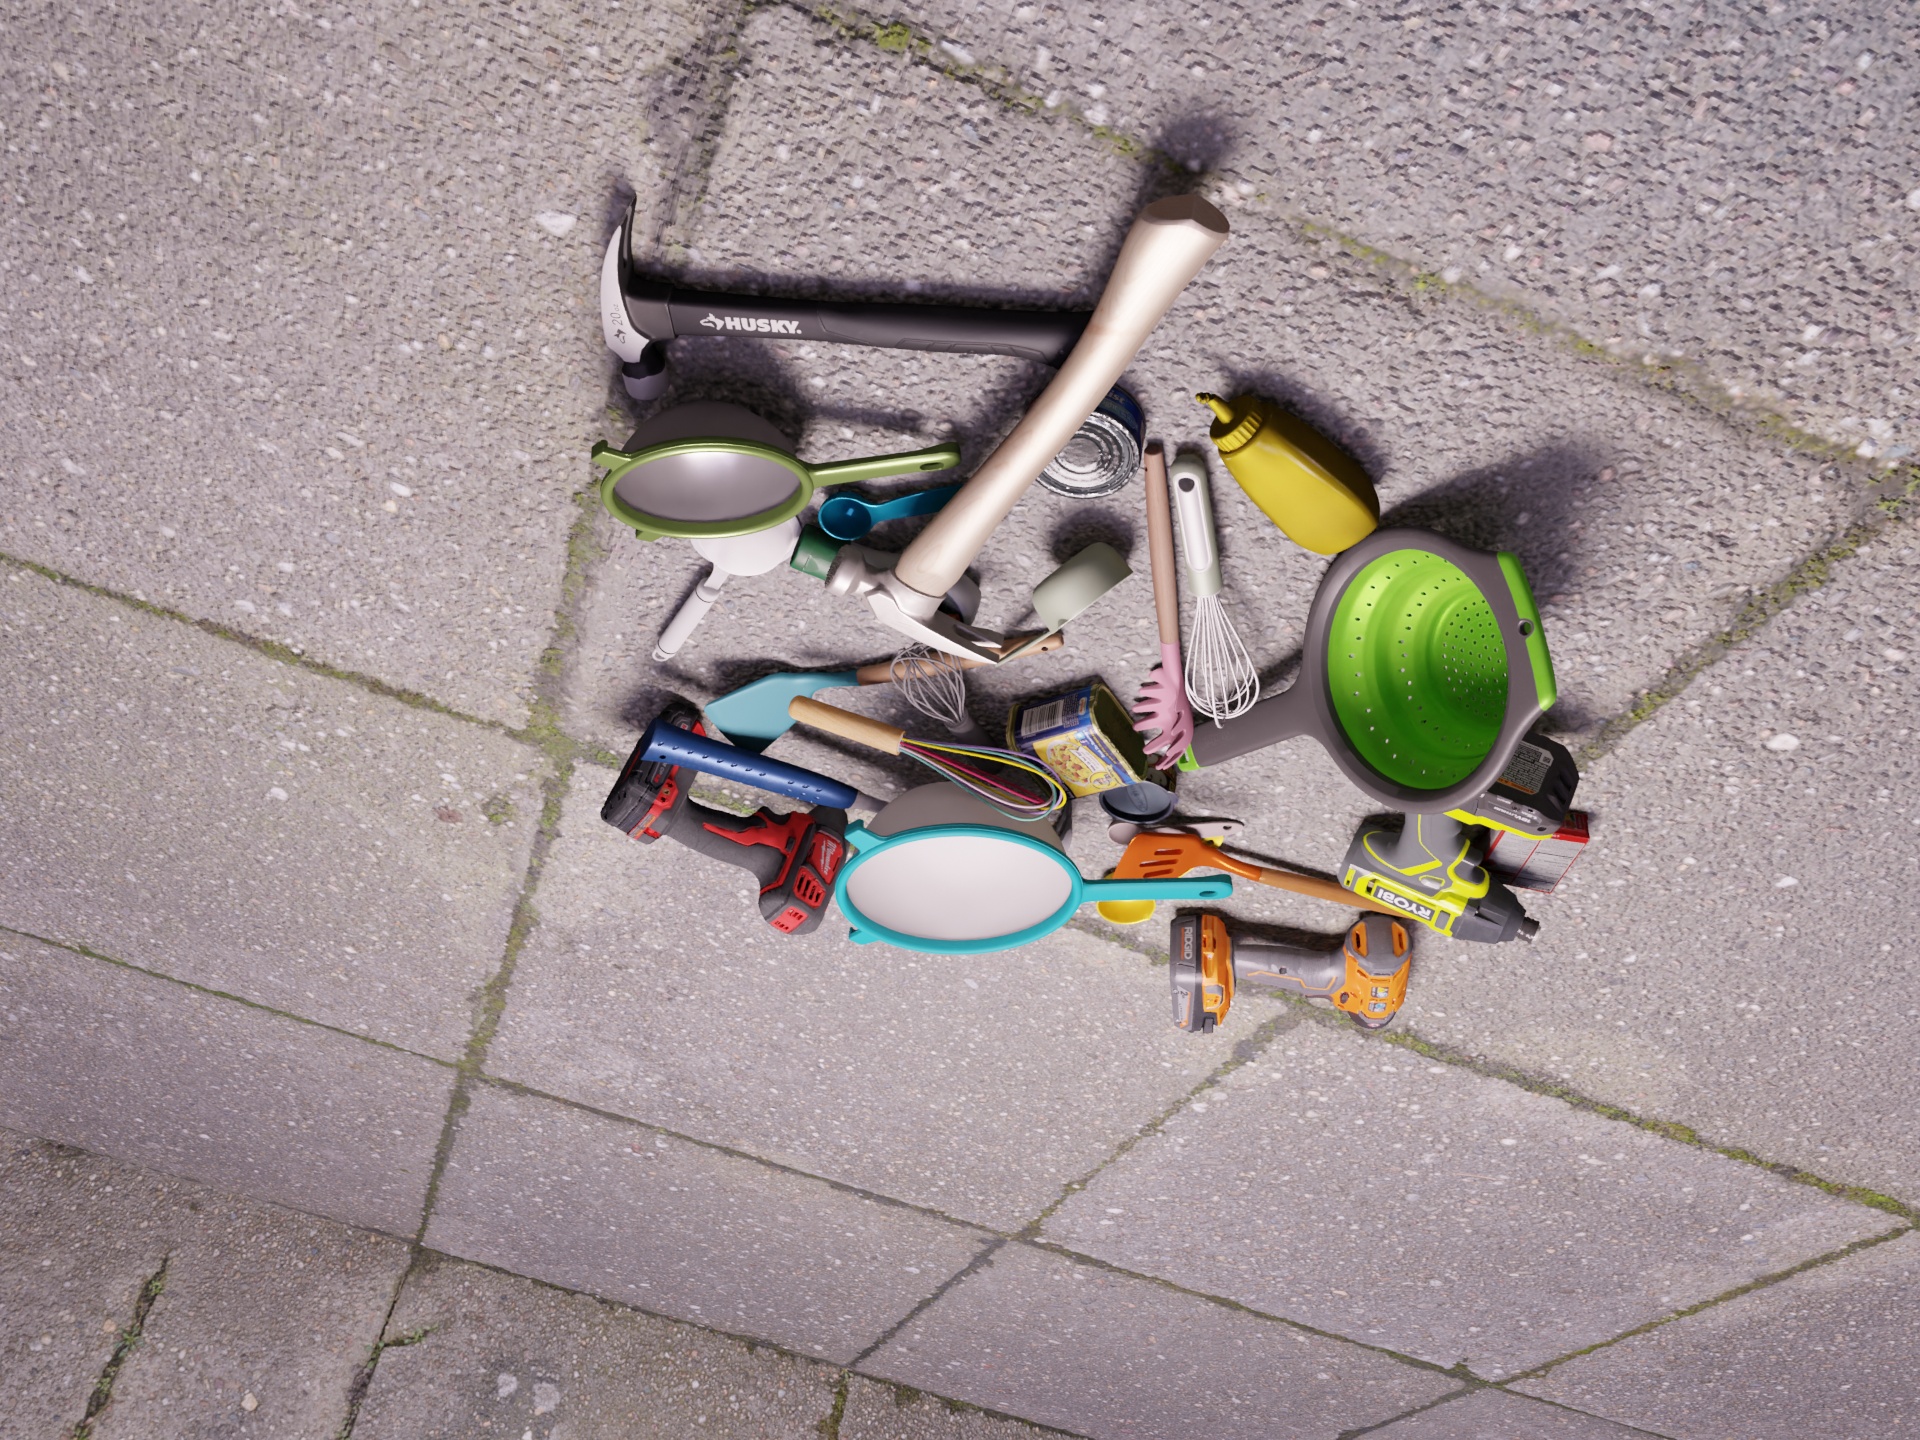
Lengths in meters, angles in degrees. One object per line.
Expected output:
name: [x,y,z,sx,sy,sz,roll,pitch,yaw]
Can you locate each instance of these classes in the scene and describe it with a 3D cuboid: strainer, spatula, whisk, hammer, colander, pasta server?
strainer: [0.062,0.114,1.377,0.340,0.095,0.210,0,144,-3]
spatula: [-0.062,-0.031,1.336,0.317,0.044,0.082,-10,141,24]
strainer: [-0.199,-0.107,1.283,0.086,0.050,0.258,14,148,-26]
spatula: [0.297,0.153,1.461,0.322,0.041,0.081,14,129,-8]
strainer: [-0.130,-0.196,1.137,0.256,0.069,0.151,-7,163,0]
whisk: [-0.029,0.029,1.308,0.245,0.051,0.047,19,173,13]
hammer: [0.056,-0.181,1.067,0.146,0.038,0.410,26,138,-16]
whisk: [-0.002,-0.005,1.320,0.055,0.055,0.238,-2,156,18]
whisk: [0.183,-0.092,1.183,0.058,0.059,0.246,1,133,20]
colander: [0.310,-0.021,1.208,0.094,0.204,0.397,-8,171,-31]
pasta server: [0.152,-0.080,1.223,0.040,0.060,0.315,-23,137,-10]
hammer: [-0.077,-0.268,1.053,0.335,0.035,0.146,6,142,8]
hammer: [-0.085,0.070,1.428,0.405,0.035,0.144,18,141,-21]

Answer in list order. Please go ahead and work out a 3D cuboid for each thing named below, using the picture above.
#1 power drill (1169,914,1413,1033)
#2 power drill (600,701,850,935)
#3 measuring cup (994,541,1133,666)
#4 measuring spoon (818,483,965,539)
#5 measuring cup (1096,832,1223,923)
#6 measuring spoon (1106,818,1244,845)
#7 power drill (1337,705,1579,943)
power drill: [0.323,0.257,1.563,0.226,0.084,0.164,-1,140,10]
power drill: [-0.201,0.087,1.450,0.219,0.143,0.078,33,139,-15]
measuring cup: [0.065,-0.086,1.219,0.038,0.083,0.167,54,141,-2]
measuring spoon: [-0.044,-0.165,1.192,0.128,0.021,0.042,-10,137,12]
measuring cup: [0.190,0.141,1.504,0.062,0.029,0.156,31,126,-25]
measuring spoon: [0.196,0.096,1.452,0.124,0.018,0.034,-3,138,8]
power drill: [0.418,0.097,1.314,0.171,0.080,0.223,24,146,18]
